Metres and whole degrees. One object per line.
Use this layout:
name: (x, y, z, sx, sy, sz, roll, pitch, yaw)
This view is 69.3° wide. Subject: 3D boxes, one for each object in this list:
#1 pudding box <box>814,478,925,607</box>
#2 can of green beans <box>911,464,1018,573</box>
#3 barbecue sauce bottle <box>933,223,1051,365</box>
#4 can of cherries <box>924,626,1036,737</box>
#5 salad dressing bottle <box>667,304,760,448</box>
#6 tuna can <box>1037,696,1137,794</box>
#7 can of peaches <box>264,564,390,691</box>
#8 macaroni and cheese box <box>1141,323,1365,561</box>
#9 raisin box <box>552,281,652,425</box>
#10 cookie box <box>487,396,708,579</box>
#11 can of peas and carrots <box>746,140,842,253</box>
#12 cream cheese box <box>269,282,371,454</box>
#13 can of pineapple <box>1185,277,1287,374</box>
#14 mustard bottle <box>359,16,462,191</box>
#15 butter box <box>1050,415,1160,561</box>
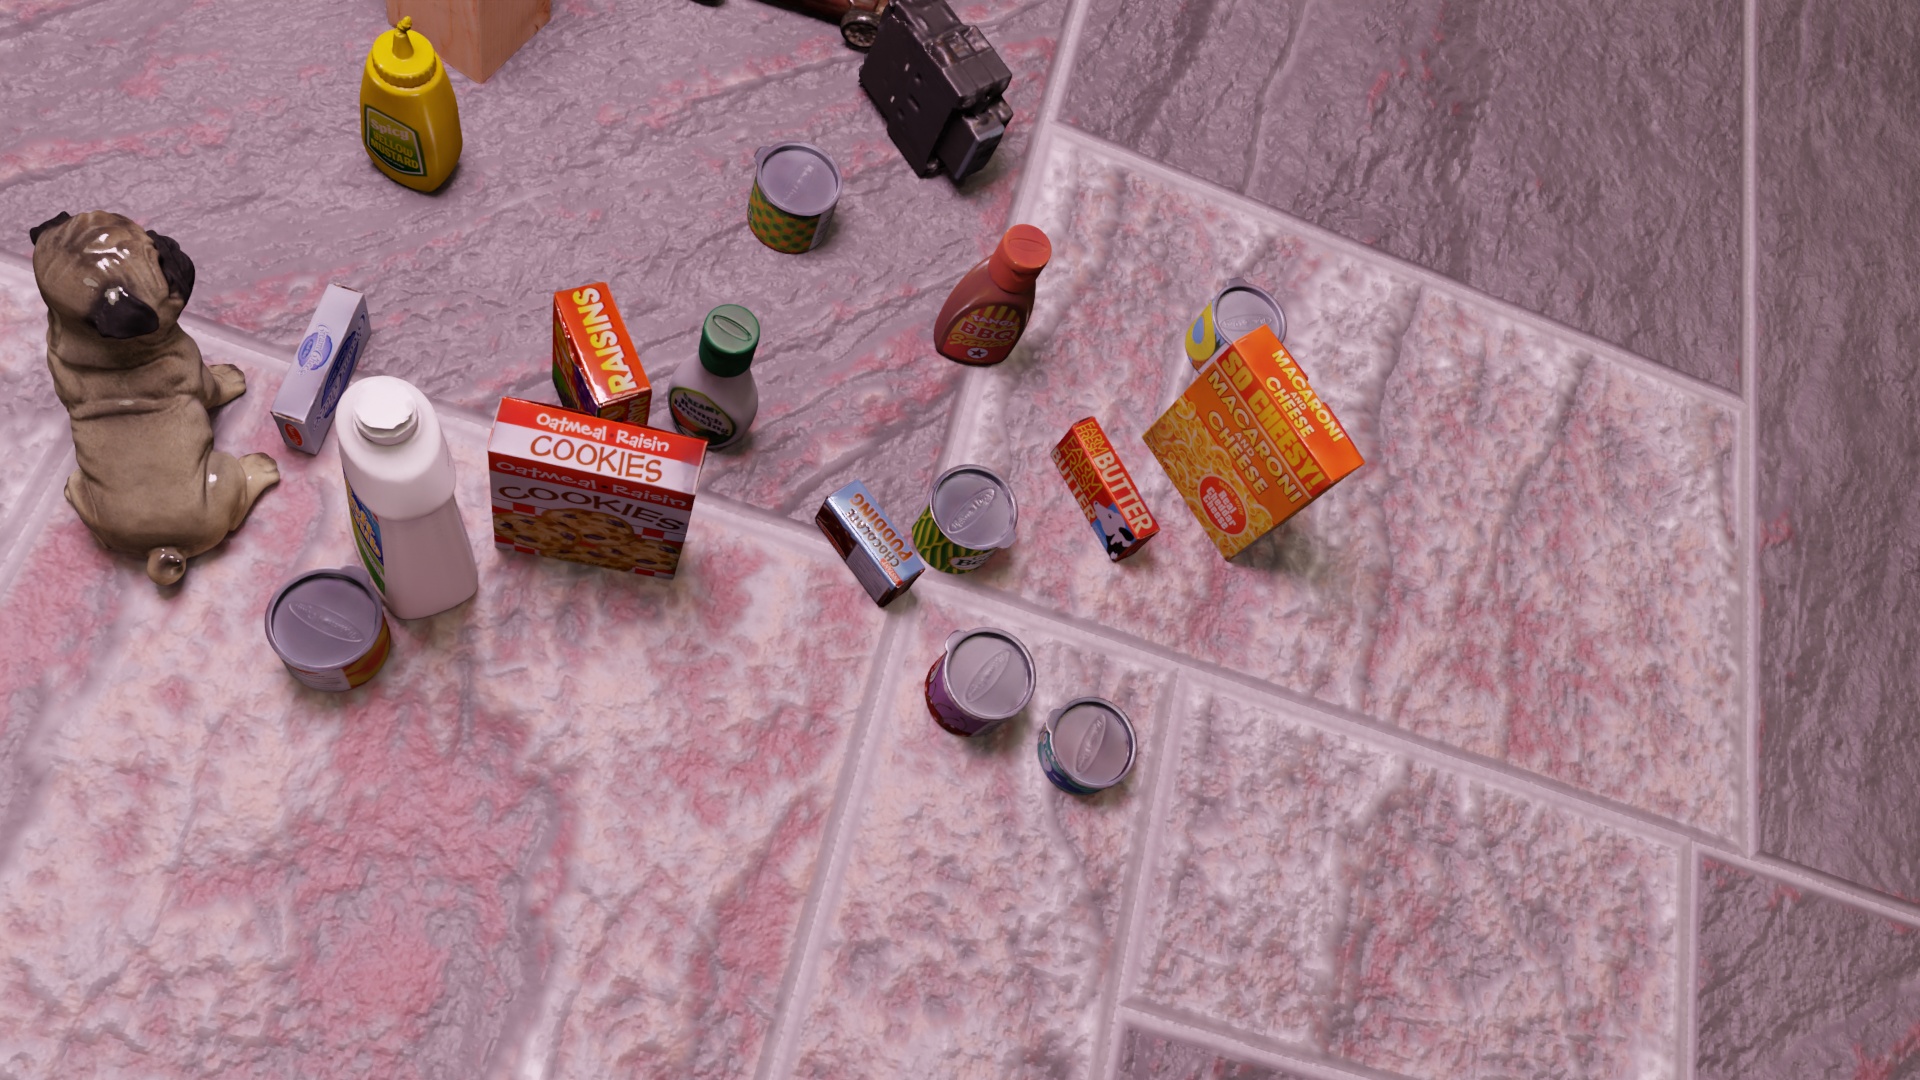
pudding box: (-0.066, 0.002, 0.995, 0.030, 0.049, 0.084, -34, 82, -25)
can of green beans: (0.002, -0.015, 1.018, 0.071, 0.057, 0.071, 6, 68, -15)
barbecue sauce bottle: (0.027, -0.183, 1.040, 0.065, 0.148, 0.044, 7, 68, -14)
can of cherries: (0.011, 0.098, 0.976, 0.071, 0.058, 0.072, 6, 68, -15)
salad dressing bottle: (-0.166, -0.112, 0.954, 0.064, 0.147, 0.044, 31, 64, -4)
tuna can: (0.088, 0.146, 0.995, 0.071, 0.032, 0.071, 6, 68, -15)
can of peaches: (-0.393, 0.055, 0.870, 0.071, 0.058, 0.071, 6, 68, -15)
macaroni and cheese box: (0.215, -0.070, 1.044, 0.040, 0.165, 0.124, -29, 80, -24)
raisin box: (-0.245, -0.107, 0.941, 0.040, 0.123, 0.086, -19, 76, -22)
cookie box: (-0.234, -0.029, 0.890, 0.123, 0.166, 0.040, 12, 67, -12)
can of peas and carrots: (-0.131, -0.266, 1.074, 0.071, 0.058, 0.071, 6, 68, -15)
cream cheese box: (-0.426, -0.115, 0.928, 0.024, 0.053, 0.104, 17, 66, -10)
can of pineapple: (0.227, -0.172, 1.147, 0.071, 0.057, 0.071, 6, 68, -15)
mustard bottle: (-0.381, -0.305, 0.956, 0.065, 0.159, 0.049, 26, 65, -6)
butter box: (0.109, -0.039, 1.062, 0.024, 0.053, 0.103, -24, 78, -23)
